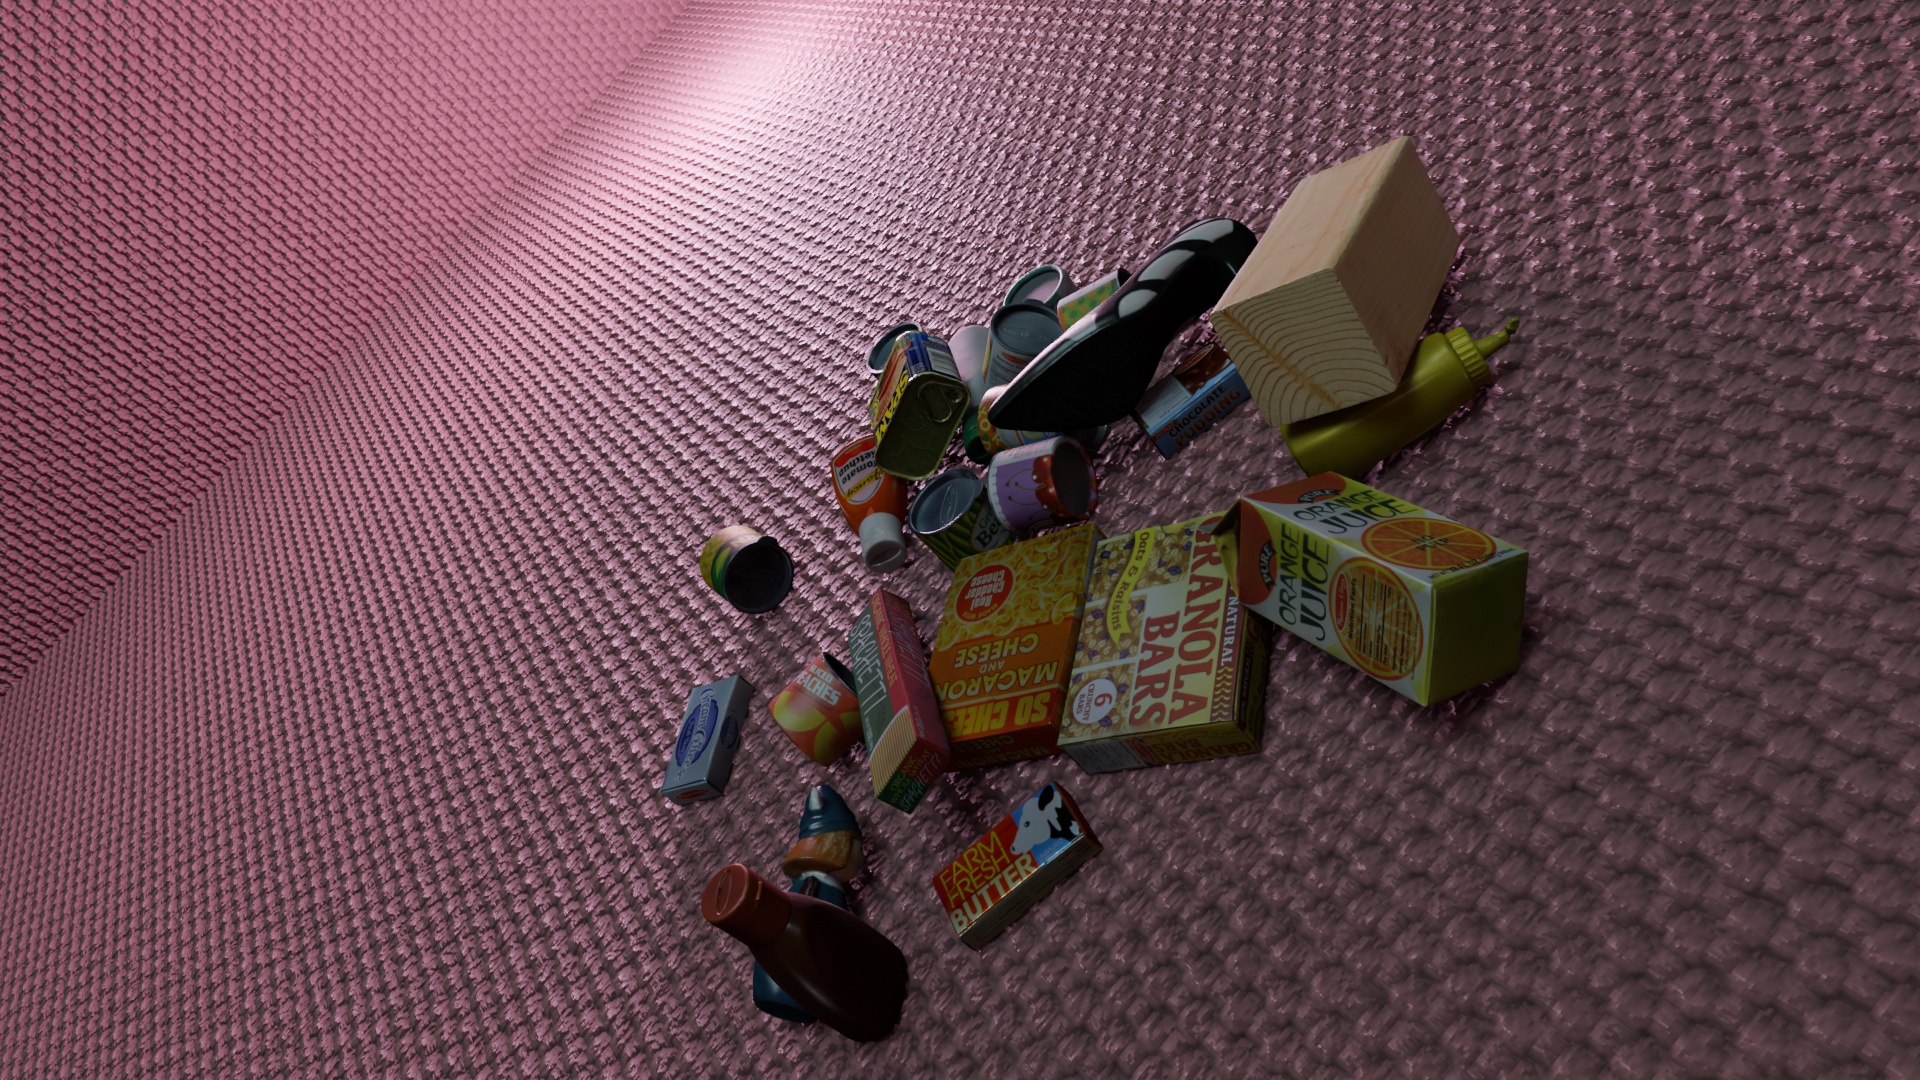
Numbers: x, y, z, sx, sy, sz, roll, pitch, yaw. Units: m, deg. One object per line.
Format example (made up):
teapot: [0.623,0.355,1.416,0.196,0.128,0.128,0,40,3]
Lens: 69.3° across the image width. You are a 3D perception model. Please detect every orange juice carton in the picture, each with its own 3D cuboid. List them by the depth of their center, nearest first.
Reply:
orange juice carton: [0.222,0.015,0.796,0.072,0.072,0.193,-15,26,-25]

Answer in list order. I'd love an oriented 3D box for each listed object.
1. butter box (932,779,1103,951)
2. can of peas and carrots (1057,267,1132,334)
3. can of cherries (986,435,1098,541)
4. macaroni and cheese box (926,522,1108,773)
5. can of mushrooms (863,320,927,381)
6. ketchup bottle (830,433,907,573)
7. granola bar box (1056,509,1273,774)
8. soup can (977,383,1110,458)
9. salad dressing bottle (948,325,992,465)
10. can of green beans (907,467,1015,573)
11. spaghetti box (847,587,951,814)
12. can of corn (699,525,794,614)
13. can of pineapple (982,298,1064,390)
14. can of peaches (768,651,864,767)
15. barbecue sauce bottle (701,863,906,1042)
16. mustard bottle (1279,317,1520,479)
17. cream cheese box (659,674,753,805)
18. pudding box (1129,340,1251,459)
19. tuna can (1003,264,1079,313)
butter box: [0.033,0.200,0.856,0.103,0.024,0.053,-40,36,5]
can of peas and carrots: [0.120,-0.176,1.126,0.058,0.071,0.071,-25,39,26]
can of cherries: [0.063,-0.039,1.042,0.058,0.071,0.072,-13,45,35]
macaroni and cheese box: [0.039,0.075,0.965,0.123,0.040,0.167,-16,43,35]
can of mushrooms: [-0.056,-0.174,1.324,0.071,0.033,0.071,-26,39,24]
ketchup bottle: [-0.073,-0.031,1.184,0.064,0.043,0.149,-29,38,10]
granola bar box: [0.135,0.061,0.886,0.124,0.039,0.166,-15,45,35]
soup can: [0.063,-0.096,1.093,0.083,0.071,0.072,-8,48,41]
salad dressing bottle: [0.017,-0.125,1.194,0.064,0.044,0.148,-28,39,21]
can of green beans: [0.002,-0.013,1.078,0.071,0.057,0.071,-27,38,23]
spaghetti box: [-0.047,0.103,0.975,0.050,0.028,0.251,-55,19,13]
can of corn: [-0.188,0.023,1.220,0.071,0.071,0.058,-51,35,-10]
can of pineapple: [0.054,-0.156,1.152,0.071,0.057,0.071,4,49,-5]
can of peaches: [-0.101,0.124,1.027,0.058,0.071,0.071,-44,35,2]
barbecue sauce bottle: [-0.092,0.242,0.828,0.043,0.148,0.065,-23,40,26]
mustard bottle: [0.285,-0.094,0.889,0.160,0.048,0.065,-30,30,18]
cream cheese box: [-0.206,0.162,1.132,0.053,0.024,0.104,-19,42,31]
pudding box: [0.170,-0.105,1.031,0.083,0.030,0.050,-38,34,7]
tuna can: [0.071,-0.211,1.237,0.071,0.032,0.071,-26,39,23]
